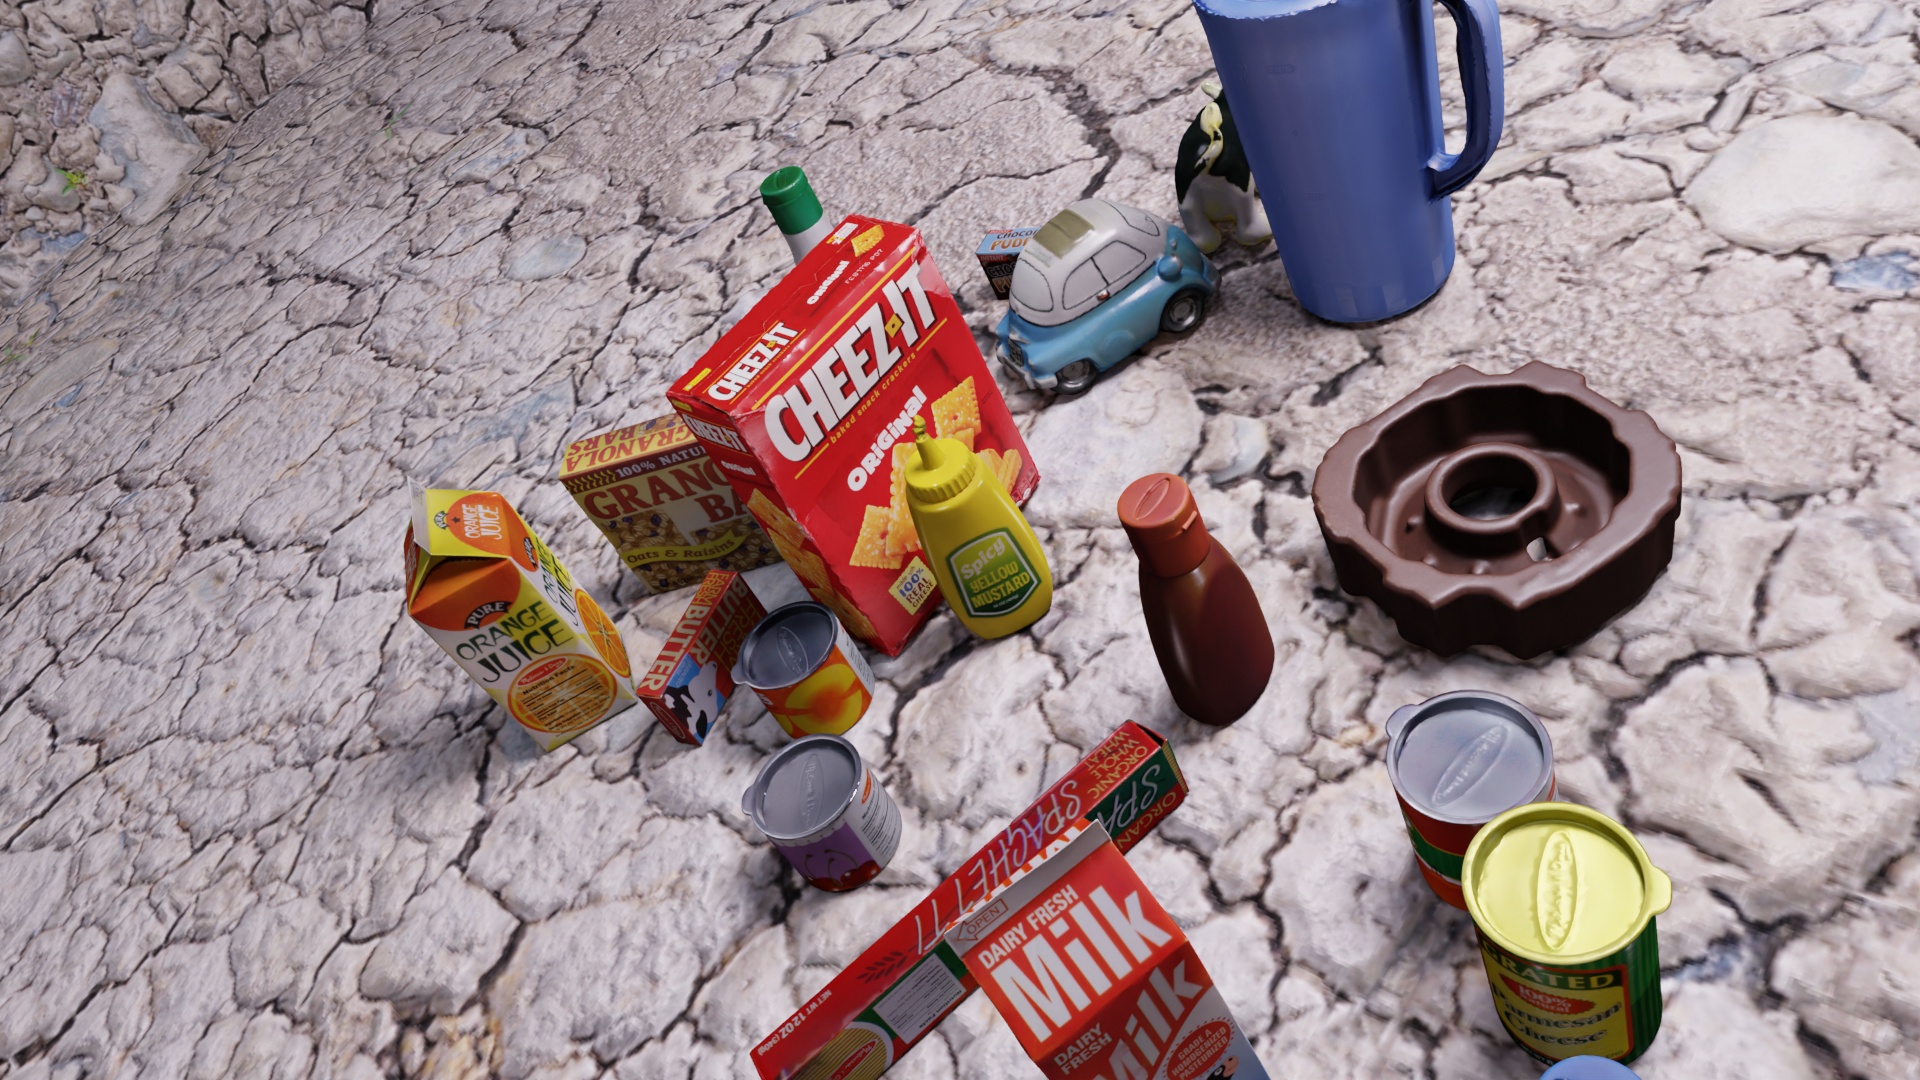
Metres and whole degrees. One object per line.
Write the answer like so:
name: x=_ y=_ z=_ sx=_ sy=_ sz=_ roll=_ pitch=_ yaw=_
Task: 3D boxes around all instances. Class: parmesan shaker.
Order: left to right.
parmesan shaker: x=0.240 y=0.158 z=0.542 sx=0.071 sy=0.102 sz=0.072 roll=-16 pitch=43 yaw=15

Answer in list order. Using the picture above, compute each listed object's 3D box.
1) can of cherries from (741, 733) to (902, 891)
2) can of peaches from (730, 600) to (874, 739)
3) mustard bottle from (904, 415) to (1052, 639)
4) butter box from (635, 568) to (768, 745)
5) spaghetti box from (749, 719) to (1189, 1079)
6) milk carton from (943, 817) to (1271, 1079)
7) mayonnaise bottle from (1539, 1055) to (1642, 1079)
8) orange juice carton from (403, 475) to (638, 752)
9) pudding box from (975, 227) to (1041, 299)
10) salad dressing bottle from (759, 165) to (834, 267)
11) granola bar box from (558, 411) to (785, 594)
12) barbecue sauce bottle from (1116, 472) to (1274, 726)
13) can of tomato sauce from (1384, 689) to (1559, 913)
can of cherries: x=-0.075 y=0.149 z=0.759 sx=0.071 sy=0.058 sz=0.072 roll=-16 pitch=43 yaw=15
can of peaches: x=-0.094 y=0.081 z=0.838 sx=0.071 sy=0.057 sz=0.071 roll=-16 pitch=43 yaw=15
mustard bottle: x=0.003 y=-0.010 z=0.798 sx=0.065 sy=0.159 sz=0.049 roll=-28 pitch=41 yaw=2
butter box: x=-0.162 y=0.073 z=0.887 sx=0.024 sy=0.053 sz=0.104 roll=2 pitch=50 yaw=31
spaghetti box: x=0.010 y=0.185 z=0.682 sx=0.250 sy=0.050 sz=0.029 roll=-39 pitch=42 yaw=-12
milk carton: x=0.057 y=0.181 z=0.554 sx=0.072 sy=0.189 sz=0.073 roll=-36 pitch=42 yaw=-8
mayonnaise bottle: x=0.215 y=0.218 z=0.462 sx=0.041 sy=0.147 sz=0.065 roll=-42 pitch=43 yaw=-14
orange juice carton: x=-0.289 y=0.042 z=0.883 sx=0.073 sy=0.192 sz=0.072 roll=-30 pitch=41 yaw=0
pudding box: x=0.059 y=-0.210 z=1.051 sx=0.083 sy=0.049 sz=0.030 roll=5 pitch=52 yaw=33
salad dressing bottle: x=-0.107 y=-0.219 z=1.078 sx=0.044 sy=0.147 sz=0.064 roll=-23 pitch=42 yaw=8
granola bar box: x=-0.167 y=-0.032 z=0.941 sx=0.165 sy=0.123 sz=0.039 roll=-14 pitch=43 yaw=16
barbecue sauce bottle: x=0.118 y=0.029 z=0.705 sx=0.044 sy=0.148 sz=0.065 roll=19 pitch=60 yaw=40
can of tomato sauce: x=0.225 y=0.116 z=0.608 sx=0.071 sy=0.082 sz=0.071 roll=-16 pitch=43 yaw=15
